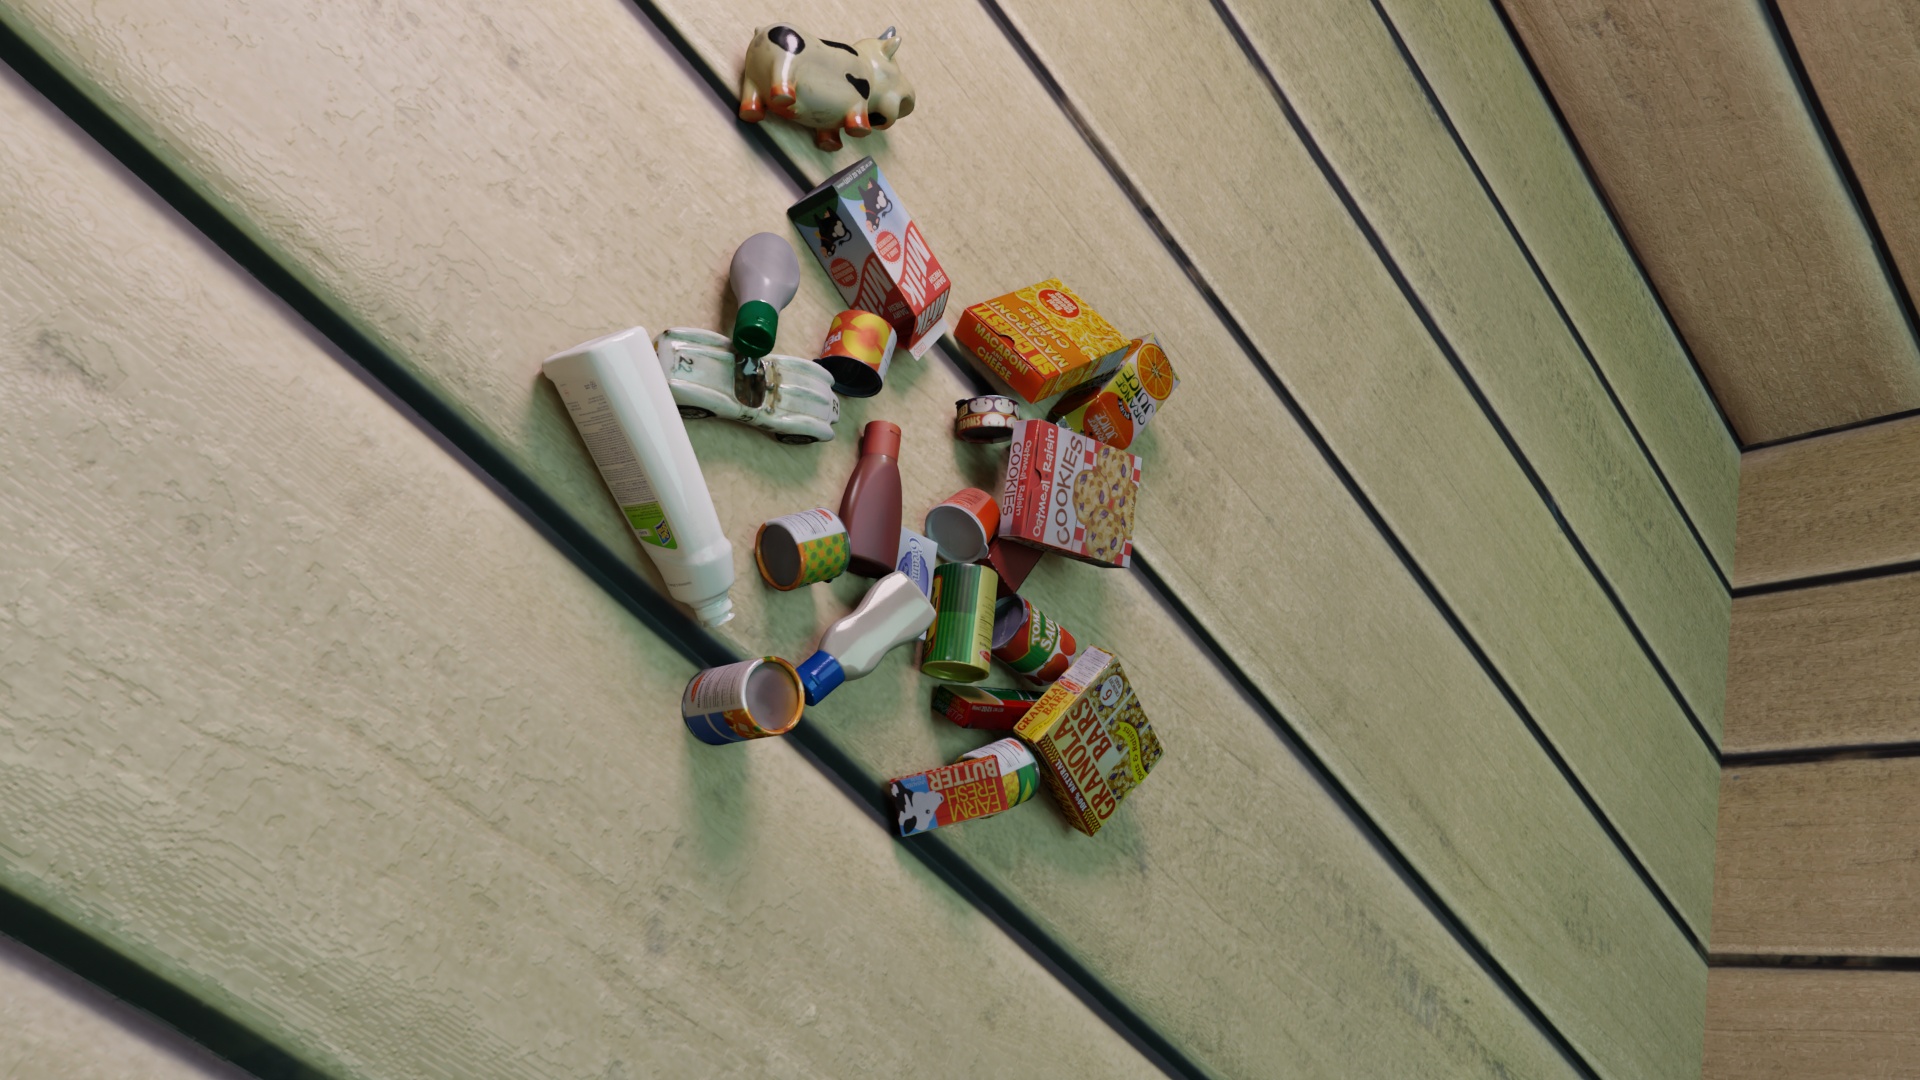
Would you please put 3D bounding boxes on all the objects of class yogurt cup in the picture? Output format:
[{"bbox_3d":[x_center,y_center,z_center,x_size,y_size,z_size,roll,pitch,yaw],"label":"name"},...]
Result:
[{"bbox_3d":[0.005,-0.017,1.396,0.072,0.072,0.054,60,38,-14],"label":"yogurt cup"}]

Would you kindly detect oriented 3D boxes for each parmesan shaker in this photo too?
[{"bbox_3d":[0.000,0.081,1.362,0.071,0.071,0.103,25,61,-38],"label":"parmesan shaker"}]

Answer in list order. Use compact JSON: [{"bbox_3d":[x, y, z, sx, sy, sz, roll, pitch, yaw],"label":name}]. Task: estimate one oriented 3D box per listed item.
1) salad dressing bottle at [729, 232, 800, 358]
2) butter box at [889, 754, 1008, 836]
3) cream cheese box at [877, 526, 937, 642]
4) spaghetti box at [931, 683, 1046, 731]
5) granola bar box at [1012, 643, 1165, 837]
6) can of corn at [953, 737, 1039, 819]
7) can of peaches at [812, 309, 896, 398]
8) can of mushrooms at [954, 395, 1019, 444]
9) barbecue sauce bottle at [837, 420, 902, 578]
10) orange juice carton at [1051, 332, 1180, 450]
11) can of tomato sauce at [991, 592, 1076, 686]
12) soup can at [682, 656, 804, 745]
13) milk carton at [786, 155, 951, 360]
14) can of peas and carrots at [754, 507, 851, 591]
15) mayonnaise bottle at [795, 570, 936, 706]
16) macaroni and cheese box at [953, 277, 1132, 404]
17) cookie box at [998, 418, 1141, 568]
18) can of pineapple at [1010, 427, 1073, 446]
[{"bbox_3d":[-0.179,-0.220,1.245,0.064,0.043,0.148,24,38,-21],"label":"salad dressing bottle"},{"bbox_3d":[-0.010,0.237,1.292,0.103,0.024,0.053,-14,88,-3],"label":"butter box"},{"bbox_3d":[-0.054,0.043,1.347,0.053,0.024,0.104,25,62,-40],"label":"cream cheese box"},{"bbox_3d":[0.079,0.175,1.420,0.250,0.050,0.028,10,101,-43],"label":"spaghetti box"},{"bbox_3d":[0.135,0.206,1.417,0.124,0.039,0.165,-45,130,-19],"label":"granola bar box"},{"bbox_3d":[0.033,0.233,1.351,0.058,0.071,0.071,-14,89,-45],"label":"can of corn"},{"bbox_3d":[-0.102,-0.180,1.333,0.071,0.071,0.058,36,56,-33],"label":"can of peaches"},{"bbox_3d":[0.026,-0.125,1.445,0.071,0.071,0.033,11,72,-43],"label":"can of mushrooms"},{"bbox_3d":[-0.083,-0.042,1.328,0.065,0.043,0.149,25,61,-37],"label":"barbecue sauce bottle"},{"bbox_3d":[0.171,-0.156,1.592,0.194,0.073,0.071,-49,115,-40],"label":"orange juice carton"},{"bbox_3d":[0.069,0.101,1.420,0.083,0.071,0.071,37,55,-33],"label":"can of tomato sauce"},{"bbox_3d":[-0.178,0.135,1.155,0.071,0.083,0.071,15,69,-42],"label":"soup can"},{"bbox_3d":[-0.078,-0.273,1.377,0.190,0.073,0.073,56,47,-19],"label":"milk carton"},{"bbox_3d":[-0.141,0.010,1.241,0.059,0.071,0.071,-16,90,-46],"label":"can of peas and carrots"},{"bbox_3d":[-0.092,0.092,1.264,0.149,0.041,0.065,-39,91,-30],"label":"mayonnaise bottle"},{"bbox_3d":[0.091,-0.221,1.513,0.124,0.040,0.167,44,42,17],"label":"macaroni and cheese box"},{"bbox_3d":[0.117,-0.046,1.440,0.167,0.040,0.123,16,78,-42],"label":"cookie box"},{"bbox_3d":[0.094,-0.085,1.497,0.071,0.071,0.058,-14,89,-46],"label":"can of pineapple"}]
